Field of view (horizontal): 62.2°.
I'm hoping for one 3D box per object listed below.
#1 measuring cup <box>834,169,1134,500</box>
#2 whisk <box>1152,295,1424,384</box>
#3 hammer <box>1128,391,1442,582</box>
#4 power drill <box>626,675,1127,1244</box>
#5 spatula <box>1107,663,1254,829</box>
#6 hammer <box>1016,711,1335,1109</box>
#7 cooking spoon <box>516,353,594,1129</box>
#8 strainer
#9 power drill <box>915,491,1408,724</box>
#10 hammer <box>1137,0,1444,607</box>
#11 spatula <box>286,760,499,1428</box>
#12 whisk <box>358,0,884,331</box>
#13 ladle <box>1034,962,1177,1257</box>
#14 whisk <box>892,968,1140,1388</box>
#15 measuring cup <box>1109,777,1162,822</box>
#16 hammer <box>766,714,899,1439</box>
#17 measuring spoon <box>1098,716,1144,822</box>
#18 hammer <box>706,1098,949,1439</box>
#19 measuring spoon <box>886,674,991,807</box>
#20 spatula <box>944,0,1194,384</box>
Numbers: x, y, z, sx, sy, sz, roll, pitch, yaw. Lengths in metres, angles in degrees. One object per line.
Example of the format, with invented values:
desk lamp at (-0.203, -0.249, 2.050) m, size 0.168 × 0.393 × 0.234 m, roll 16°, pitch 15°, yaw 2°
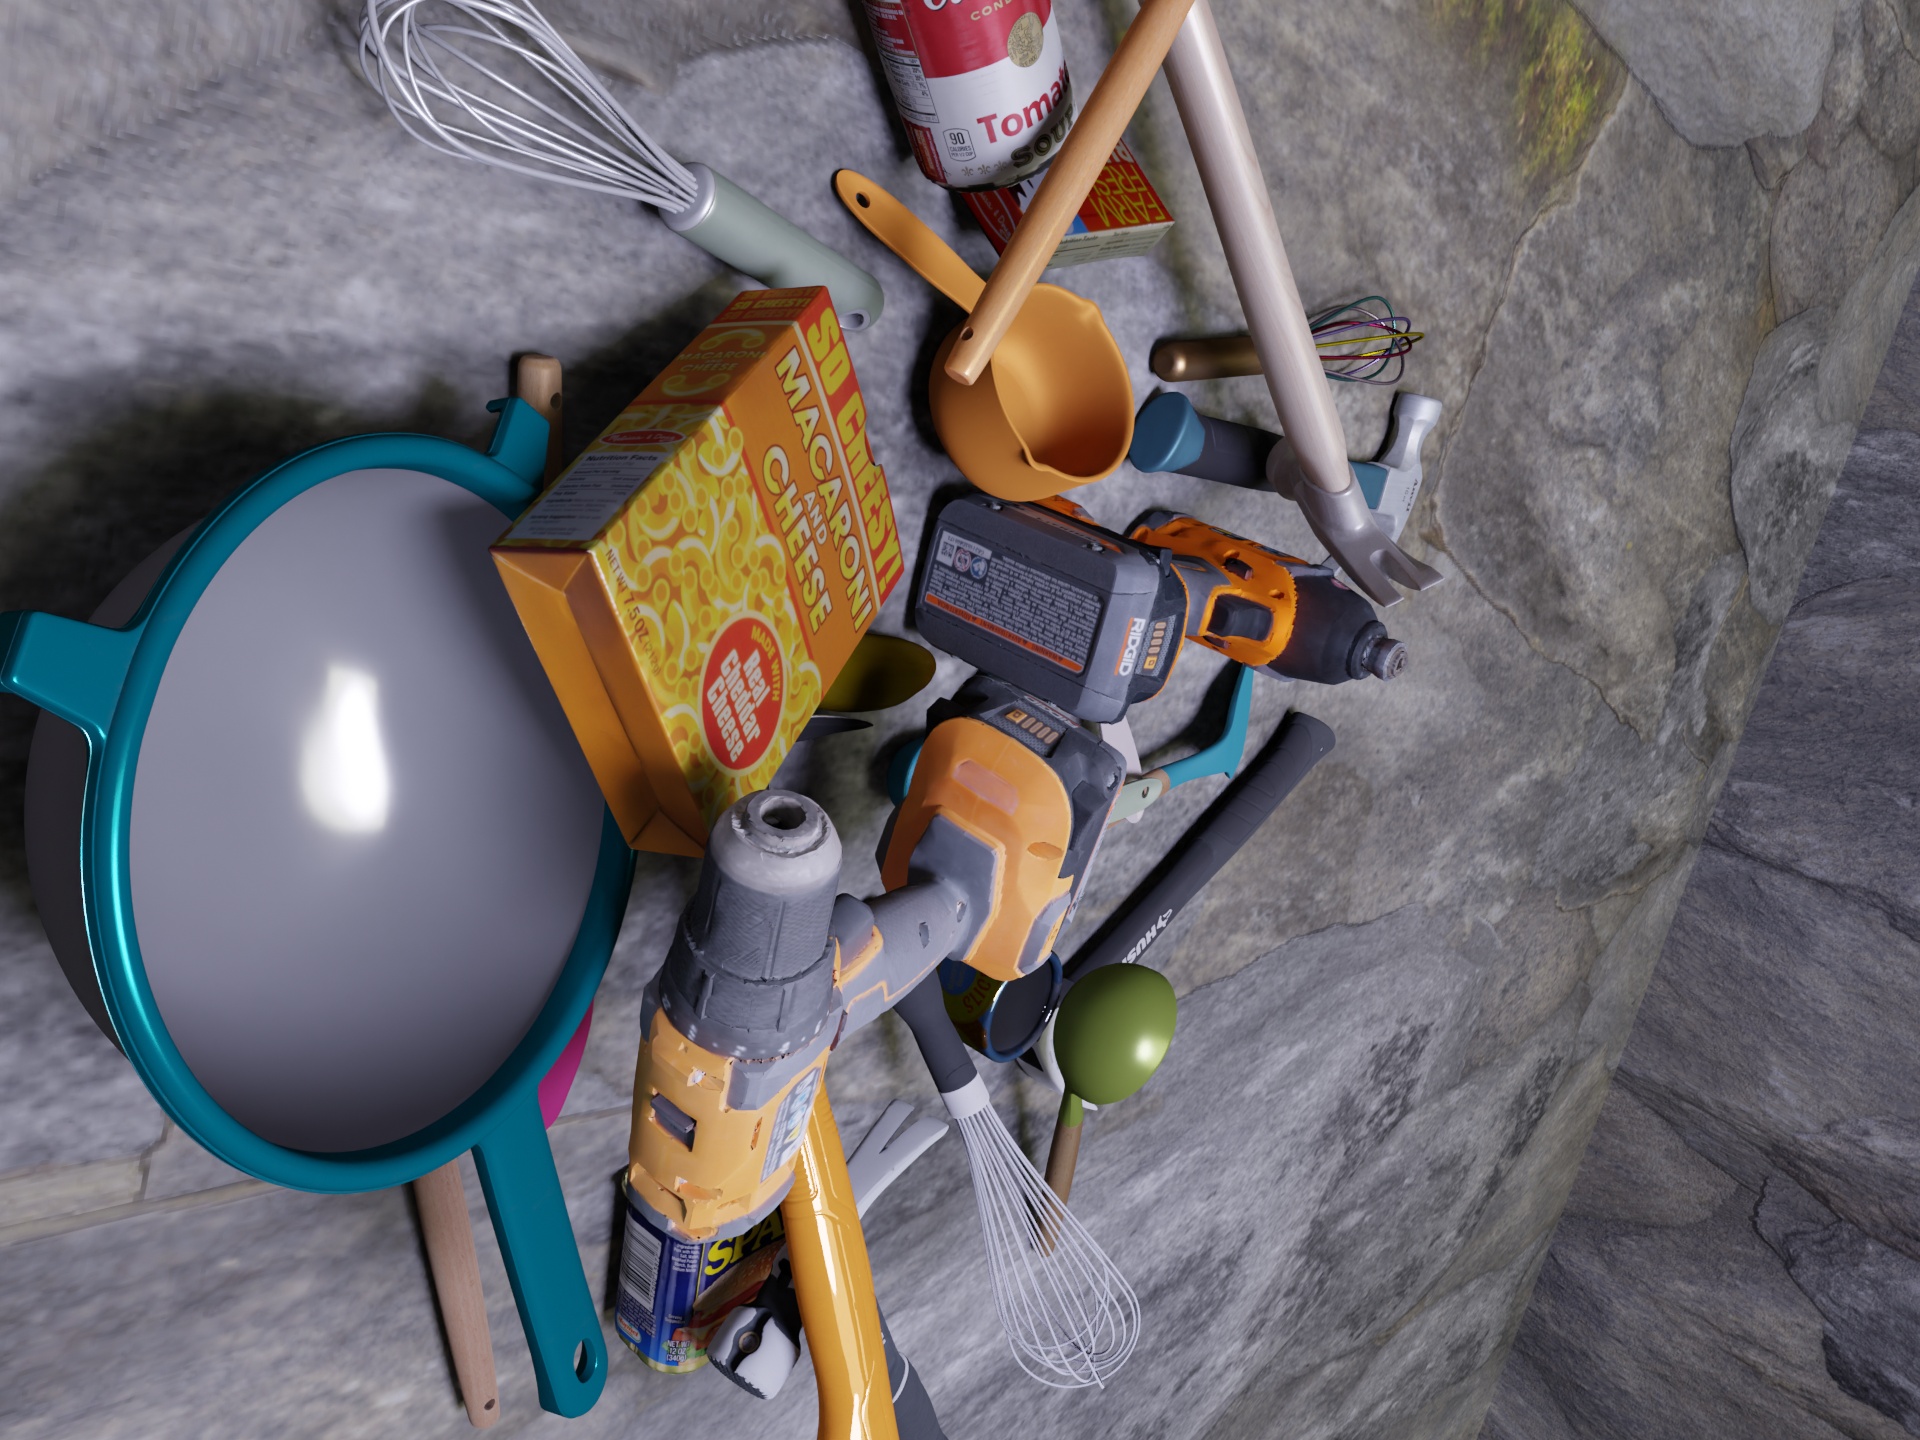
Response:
measuring cup at (-0.001, -0.161, 0.672) m, size 0.173 × 0.052 × 0.095 m, roll 37°, pitch 58°, yaw -29°
whisk at (0.191, -0.210, 0.898) m, size 0.245 × 0.047 × 0.051 m, roll -17°, pitch 123°, yaw -44°
hammer at (0.199, -0.152, 0.950) m, size 0.331 × 0.033 × 0.128 m, roll -2°, pitch 109°, yaw -52°
power drill at (-0.028, 0.064, 0.581) m, size 0.226 × 0.084 × 0.185 m, roll -36°, pitch 151°, yaw -45°
spatula at (0.092, 0.042, 0.929) m, size 0.317 × 0.044 × 0.082 m, roll -26°, pitch 129°, yaw -37°
hammer at (0.145, 0.105, 1.023) m, size 0.335 × 0.035 × 0.146 m, roll -42°, pitch 138°, yaw -31°
cooking spoon at (-0.159, 0.025, 0.589) m, size 0.069 × 0.017 × 0.318 m, roll -29°, pitch 132°, yaw -57°
strainer at (-0.182, 0.080, 0.493) m, size 0.211 × 0.095 × 0.340 m, roll -49°, pitch 138°, yaw -55°
power drill at (0.107, -0.054, 0.771) m, size 0.226 × 0.164 × 0.084 m, roll -6°, pitch 117°, yaw -49°
hammer at (0.129, -0.231, 0.715) m, size 0.038 × 0.146 × 0.410 m, roll -27°, pitch 128°, yaw 4°
spatula at (-0.205, 0.159, 0.605) m, size 0.060 × 0.018 × 0.315 m, roll -27°, pitch 128°, yaw -40°
whisk at (-0.098, -0.180, 0.533) m, size 0.246 × 0.058 × 0.059 m, roll 13°, pitch 69°, yaw -59°
ladle at (0.075, 0.249, 0.945) m, size 0.319 × 0.062 × 0.078 m, roll 94°, pitch 3°, yaw -48°
whisk at (0.016, 0.217, 0.807) m, size 0.070 × 0.070 × 0.284 m, roll -32°, pitch 102°, yaw -39°
measuring cup at (0.046, 0.046, 0.847) m, size 0.167 × 0.038 × 0.083 m, roll -12°, pitch 119°, yaw -46°
hammer at (-0.063, 0.165, 0.670) m, size 0.127 × 0.034 × 0.337 m, roll -15°, pitch 97°, yaw -50°
measuring spoon at (0.081, 0.005, 0.879) m, size 0.034 × 0.018 × 0.124 m, roll -31°, pitch 123°, yaw -23°
hammer at (-0.040, 0.345, 0.861) m, size 0.149 × 0.036 × 0.408 m, roll -54°, pitch 154°, yaw -29°
measuring spoon at (-0.001, -0.003, 0.790) m, size 0.129 × 0.021 × 0.042 m, roll -54°, pitch 143°, yaw -33°
spatula at (0.072, -0.269, 0.587) m, size 0.041 × 0.081 × 0.322 m, roll 35°, pitch 82°, yaw -52°
